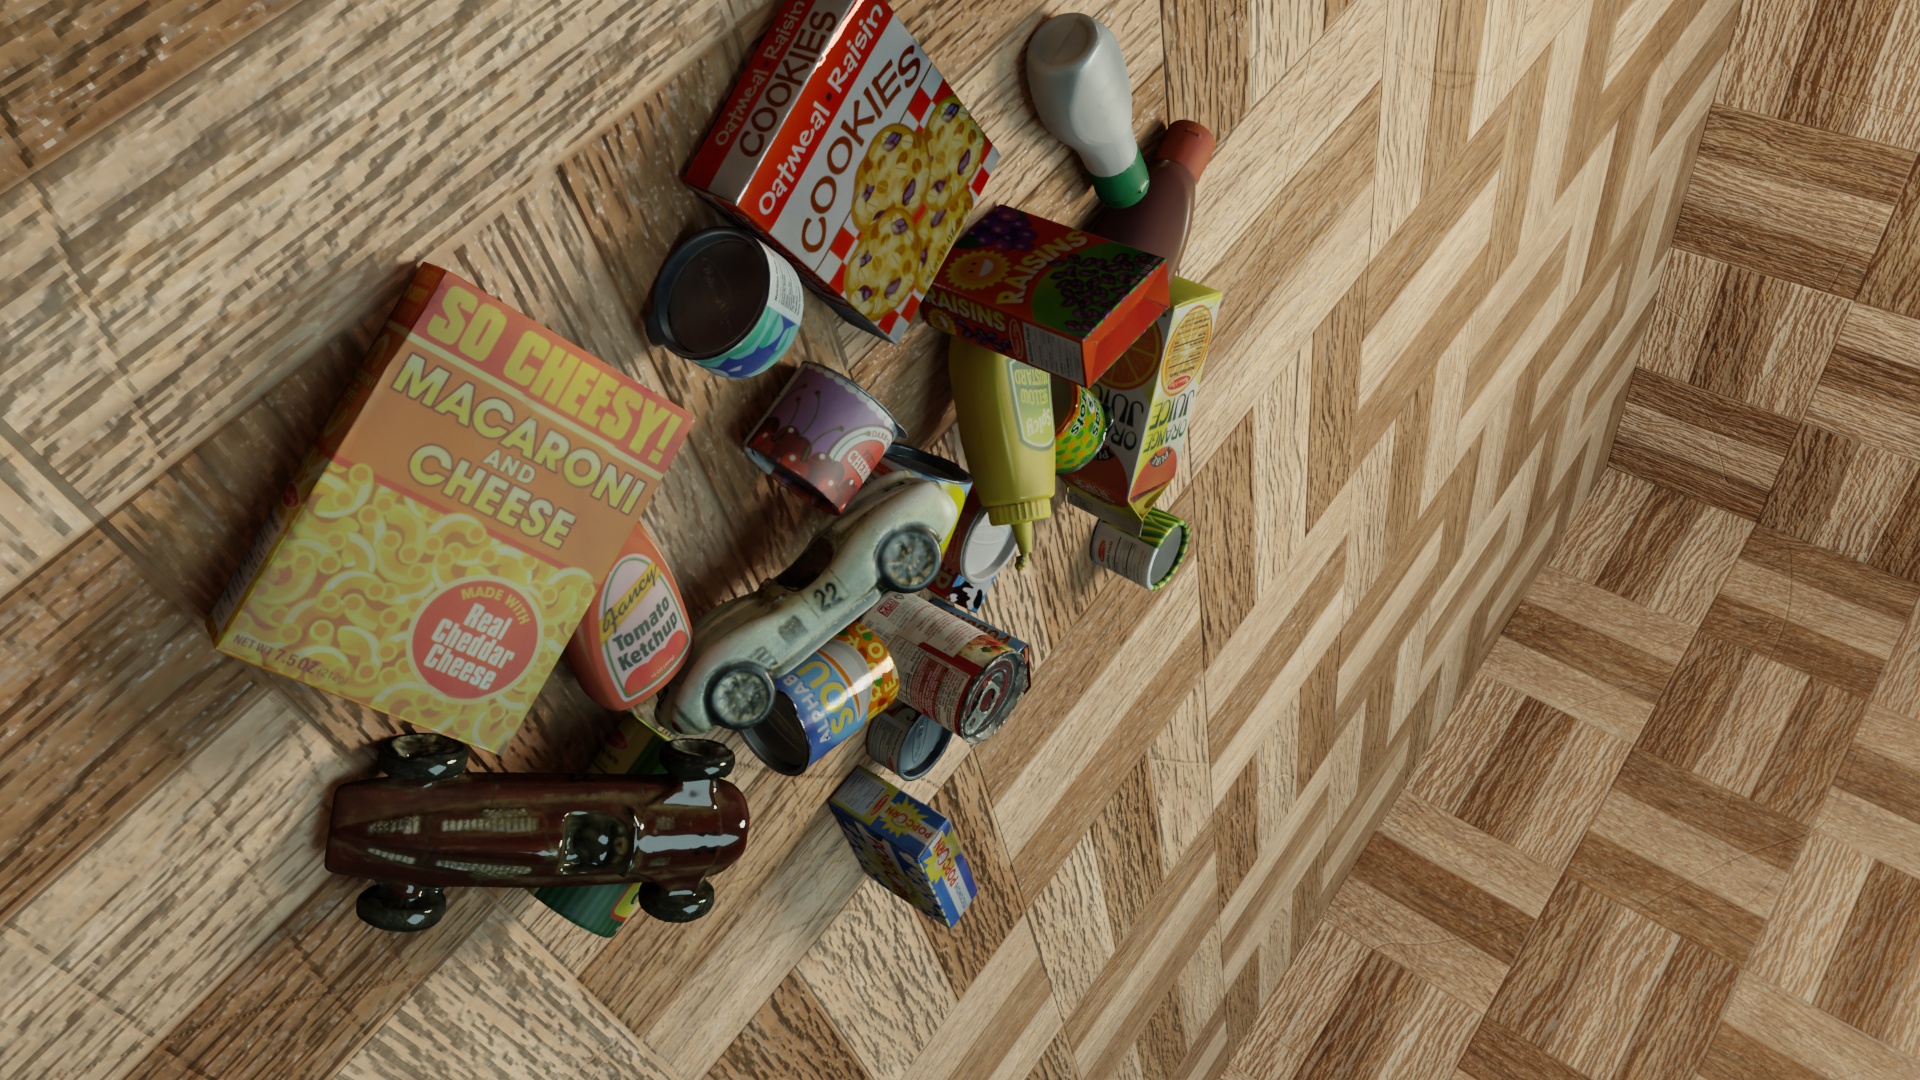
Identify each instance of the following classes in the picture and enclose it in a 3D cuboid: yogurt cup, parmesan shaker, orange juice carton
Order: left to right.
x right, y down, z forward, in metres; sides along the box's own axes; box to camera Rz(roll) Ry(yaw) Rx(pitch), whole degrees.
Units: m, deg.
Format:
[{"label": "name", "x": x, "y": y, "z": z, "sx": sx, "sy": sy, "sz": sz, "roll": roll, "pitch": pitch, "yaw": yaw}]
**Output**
[{"label": "parmesan shaker", "x": -0.185, "y": 0.154, "z": 0.756, "sx": 0.103, "sy": 0.071, "sz": 0.071, "roll": -55, "pitch": 150, "yaw": -12}, {"label": "yogurt cup", "x": 0.003, "y": -0.012, "z": 0.928, "sx": 0.073, "sy": 0.054, "sz": 0.072, "roll": -38, "pitch": 142, "yaw": -37}, {"label": "orange juice carton", "x": 0.126, "y": -0.100, "z": 1.032, "sx": 0.073, "sy": 0.072, "sz": 0.191, "roll": -24, "pitch": 132, "yaw": -48}]

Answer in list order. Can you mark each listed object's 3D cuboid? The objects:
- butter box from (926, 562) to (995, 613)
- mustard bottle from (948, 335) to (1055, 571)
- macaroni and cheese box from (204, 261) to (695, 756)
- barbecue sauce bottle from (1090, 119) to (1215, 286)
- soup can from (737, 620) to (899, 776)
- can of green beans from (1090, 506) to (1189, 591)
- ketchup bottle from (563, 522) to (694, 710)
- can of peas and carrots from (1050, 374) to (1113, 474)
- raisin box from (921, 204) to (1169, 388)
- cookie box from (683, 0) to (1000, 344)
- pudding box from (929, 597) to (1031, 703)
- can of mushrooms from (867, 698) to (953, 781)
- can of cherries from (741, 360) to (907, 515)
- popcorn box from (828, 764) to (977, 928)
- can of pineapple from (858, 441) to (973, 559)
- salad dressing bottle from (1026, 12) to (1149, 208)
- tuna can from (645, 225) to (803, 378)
[{"label": "butter box", "x": 0.016, "y": -0.003, "z": 0.987, "sx": 0.103, "sy": 0.024, "sz": 0.053, "roll": -62, "pitch": 151, "yaw": -1}, {"label": "mustard bottle", "x": 0.032, "y": -0.061, "z": 0.872, "sx": 0.065, "sy": 0.048, "sz": 0.160, "roll": -10, "pitch": 92, "yaw": -52}, {"label": "macaroni and cheese box", "x": -0.205, "y": -0.011, "z": 0.571, "sx": 0.123, "sy": 0.040, "sz": 0.166, "roll": 32, "pitch": 84, "yaw": -37}, {"label": "barbecue sauce bottle", "x": 0.131, "y": -0.222, "z": 0.955, "sx": 0.149, "sy": 0.065, "sz": 0.043, "roll": -63, "pitch": 176, "yaw": -17}, {"label": "soup can", "x": -0.087, "y": 0.094, "z": 0.855, "sx": 0.084, "sy": 0.071, "sz": 0.071, "roll": -34, "pitch": 140, "yaw": -41}, {"label": "can of green beans", "x": 0.152, "y": 0.002, "z": 1.171, "sx": 0.071, "sy": 0.058, "sz": 0.071, "roll": -38, "pitch": 143, "yaw": -37}, {"label": "ketchup bottle", "x": -0.175, "y": 0.015, "z": 0.678, "sx": 0.065, "sy": 0.043, "sz": 0.148, "roll": -45, "pitch": 146, "yaw": -32}, {"label": "can of peas and carrots", "x": 0.061, "y": -0.085, "z": 0.943, "sx": 0.071, "sy": 0.071, "sz": 0.058, "roll": -61, "pitch": 150, "yaw": -2}, {"label": "raisin box", "x": 0.048, "y": -0.146, "z": 0.818, "sx": 0.086, "sy": 0.123, "sz": 0.040, "roll": -46, "pitch": 146, "yaw": -27}, {"label": "cookie box", "x": -0.054, "y": -0.190, "z": 0.707, "sx": 0.123, "sy": 0.040, "sz": 0.167, "roll": -61, "pitch": 152, "yaw": -2}, {"label": "pudding box", "x": 0.008, "y": 0.080, "z": 0.980, "sx": 0.030, "sy": 0.084, "sz": 0.049, "roll": -46, "pitch": 146, "yaw": -32}, {"label": "can of mushrooms", "x": -0.034, "y": 0.138, "z": 1.013, "sx": 0.071, "sy": 0.033, "sz": 0.070, "roll": -37, "pitch": 141, "yaw": -37}, {"label": "can of cherries", "x": -0.074, "y": -0.054, "z": 0.753, "sx": 0.058, "sy": 0.071, "sz": 0.071, "roll": -55, "pitch": 150, "yaw": -12}, {"label": "popcorn box", "x": -0.040, "y": 0.227, "z": 1.022, "sx": 0.038, "sy": 0.085, "sz": 0.126, "roll": -49, "pitch": 148, "yaw": -24}, {"label": "can of pineapple", "x": -0.031, "y": -0.023, "z": 0.851, "sx": 0.071, "sy": 0.071, "sz": 0.057, "roll": -1, "pitch": 115, "yaw": -58}, {"label": "salad dressing bottle", "x": 0.084, "y": -0.262, "z": 0.864, "sx": 0.064, "sy": 0.044, "sz": 0.147, "roll": -60, "pitch": 152, "yaw": -9}, {"label": "tuna can", "x": -0.111, "y": -0.110, "z": 0.656, "sx": 0.071, "sy": 0.071, "sz": 0.033, "roll": -63, "pitch": 152, "yaw": 0}]
